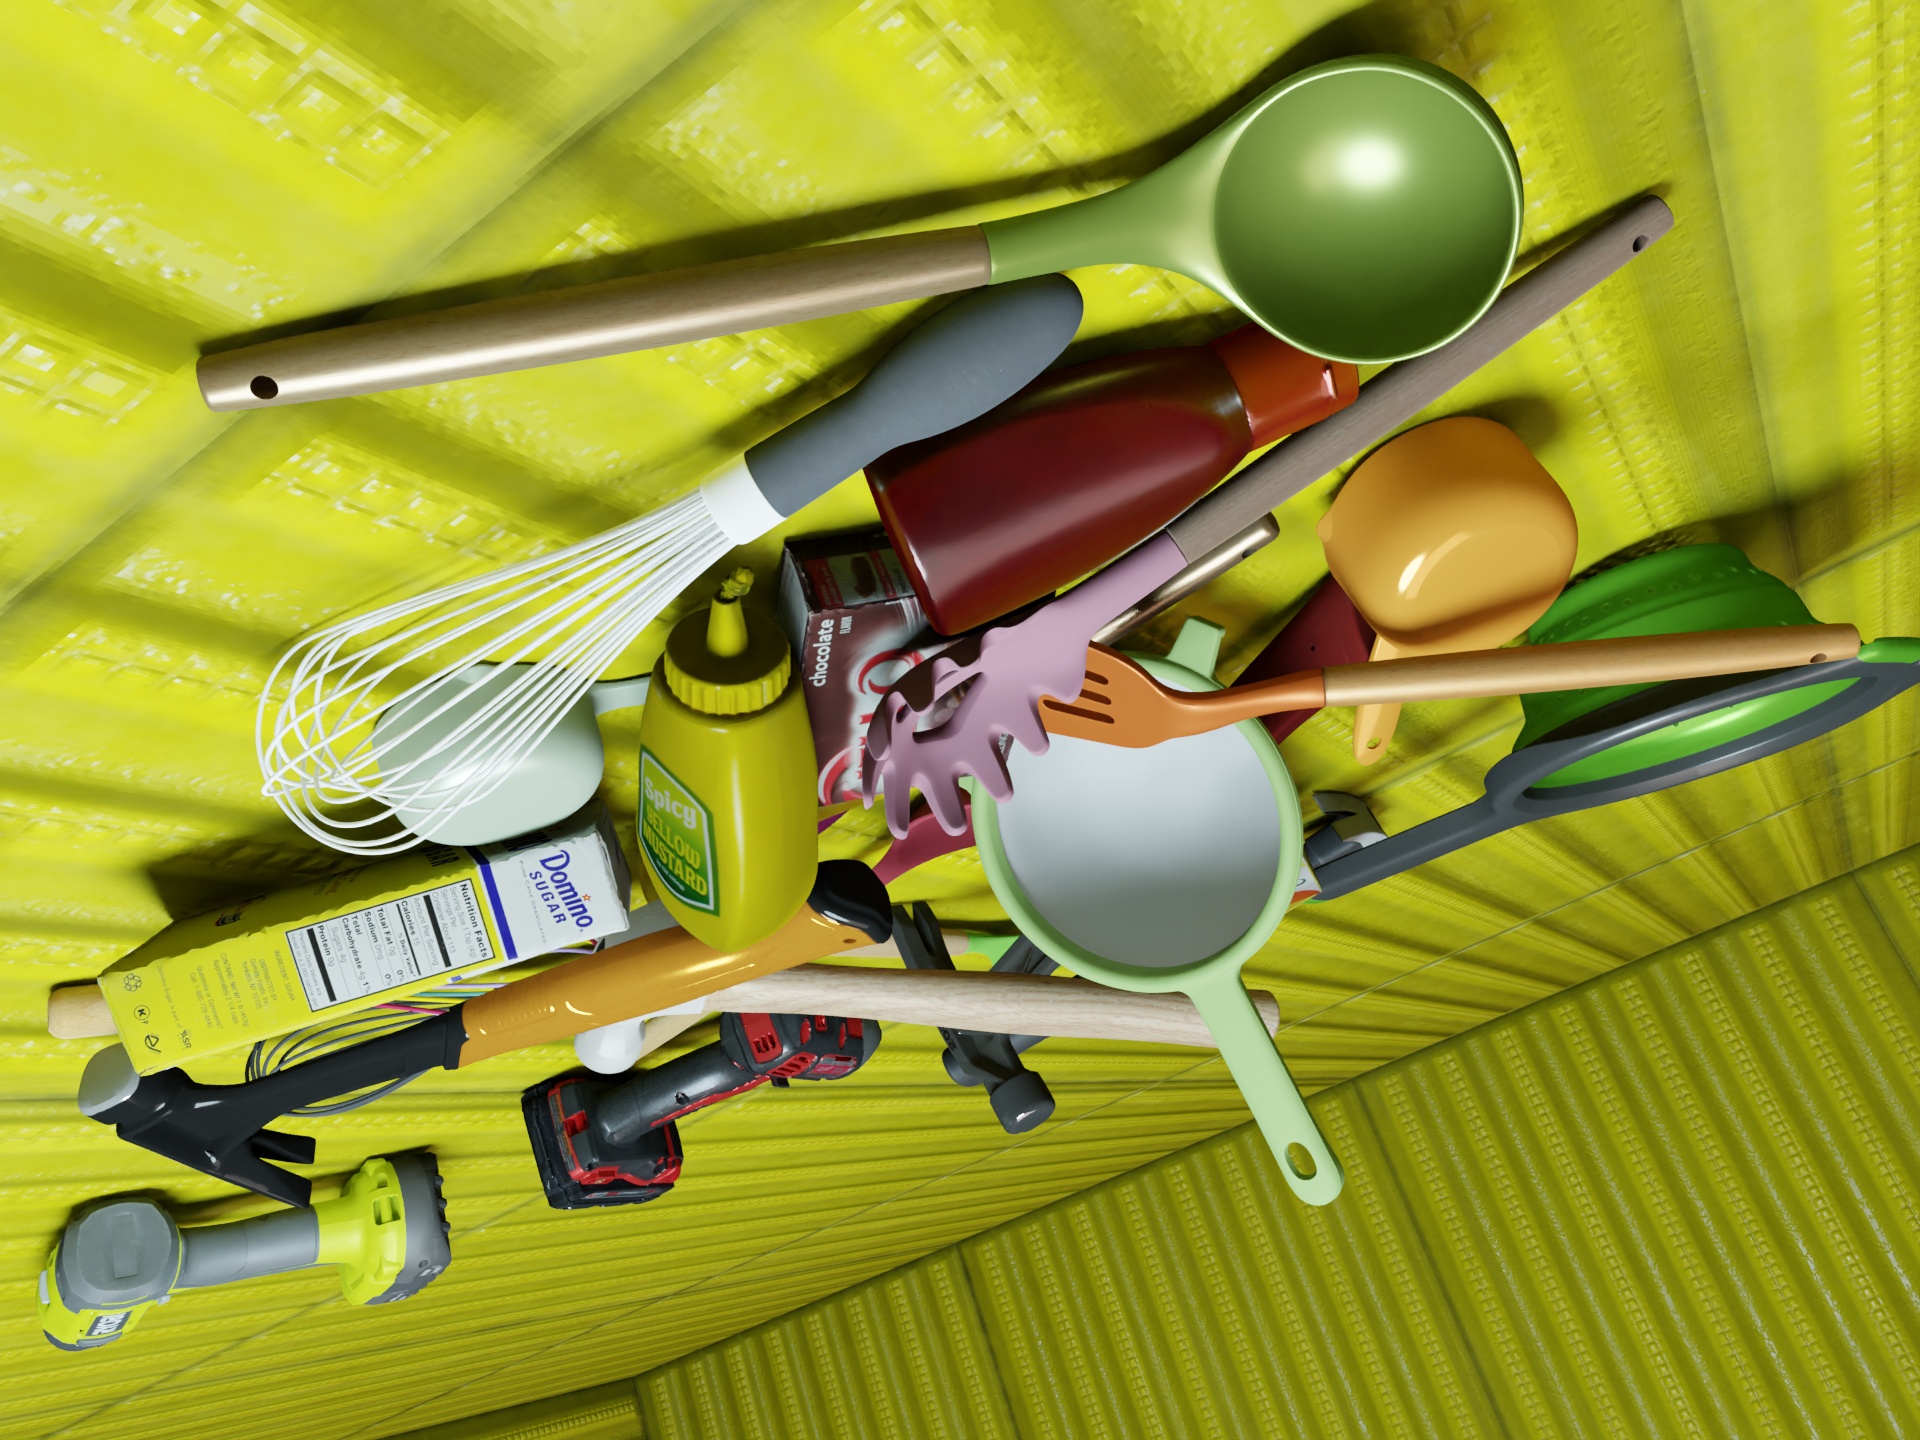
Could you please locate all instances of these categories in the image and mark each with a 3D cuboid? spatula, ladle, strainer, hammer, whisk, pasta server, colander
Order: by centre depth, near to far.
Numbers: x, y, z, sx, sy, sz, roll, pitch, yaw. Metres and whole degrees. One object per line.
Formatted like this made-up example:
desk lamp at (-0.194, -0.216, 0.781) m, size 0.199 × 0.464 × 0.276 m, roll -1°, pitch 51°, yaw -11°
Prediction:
ladle at (-0.017, -0.104, 0.383) m, size 0.320 × 0.062 × 0.078 m, roll -12°, pitch 128°, yaw -10°
whisk at (-0.089, -0.048, 0.458) m, size 0.284 × 0.070 × 0.070 m, roll -30°, pitch 156°, yaw 11°
pasta server at (0.096, -0.068, 0.516) m, size 0.316 × 0.040 × 0.060 m, roll -35°, pitch 137°, yaw 6°
spatula at (0.160, -0.022, 0.595) m, size 0.322 × 0.041 × 0.080 m, roll -5°, pitch 144°, yaw 9°
hammer at (-0.182, 0.127, 0.654) m, size 0.337 × 0.034 × 0.127 m, roll -19°, pitch 141°, yaw 13°
strainer at (0.109, 0.086, 0.703) m, size 0.151 × 0.256 × 0.069 m, roll -28°, pitch 178°, yaw 30°
whisk at (-0.263, 0.118, 0.704) m, size 0.245 × 0.047 × 0.051 m, roll -1°, pitch 152°, yaw -33°
hammer at (-0.004, 0.128, 0.738) m, size 0.331 × 0.031 × 0.130 m, roll 7°, pitch 138°, yaw -17°
whisk at (-0.227, 0.140, 0.787) m, size 0.239 × 0.055 × 0.055 m, roll -14°, pitch 157°, yaw -27°
hammer at (0.084, 0.053, 0.792) m, size 0.036 × 0.149 × 0.359 m, roll -3°, pitch 141°, yaw -42°
ladle at (-0.081, 0.110, 0.829) m, size 0.315 × 0.031 × 0.069 m, roll -36°, pitch 149°, yaw 25°
colander at (0.309, 0.004, 0.867) m, size 0.204 × 0.095 × 0.397 m, roll 1°, pitch 157°, yaw -41°
hammer at (0.135, 0.151, 1.066) m, size 0.335 × 0.035 × 0.146 m, roll -31°, pitch 157°, yaw 5°

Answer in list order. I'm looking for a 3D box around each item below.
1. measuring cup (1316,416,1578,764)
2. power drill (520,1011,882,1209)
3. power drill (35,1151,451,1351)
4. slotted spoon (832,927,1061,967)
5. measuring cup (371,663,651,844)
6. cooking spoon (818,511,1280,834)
measuring cup at (0.189, -0.033, 0.636) m, size 0.095 × 0.052 × 0.173 m, roll -8°, pitch 131°, yaw -12°
power drill at (-0.156, 0.232, 1.017) m, size 0.219 × 0.079 × 0.143 m, roll -30°, pitch 156°, yaw 16°
power drill at (-0.464, 0.348, 1.022) m, size 0.228 × 0.080 × 0.190 m, roll 1°, pitch 150°, yaw -36°
slotted spoon at (-0.018, 0.137, 0.975) m, size 0.070 × 0.031 × 0.313 m, roll -37°, pitch 151°, yaw 29°
measuring cup at (-0.120, 0.007, 0.569) m, size 0.167 × 0.038 × 0.083 m, roll -12°, pitch 156°, yaw -18°
cooking spoon at (-0.001, -0.002, 0.677) m, size 0.319 × 0.017 × 0.068 m, roll -32°, pitch 154°, yaw 28°
